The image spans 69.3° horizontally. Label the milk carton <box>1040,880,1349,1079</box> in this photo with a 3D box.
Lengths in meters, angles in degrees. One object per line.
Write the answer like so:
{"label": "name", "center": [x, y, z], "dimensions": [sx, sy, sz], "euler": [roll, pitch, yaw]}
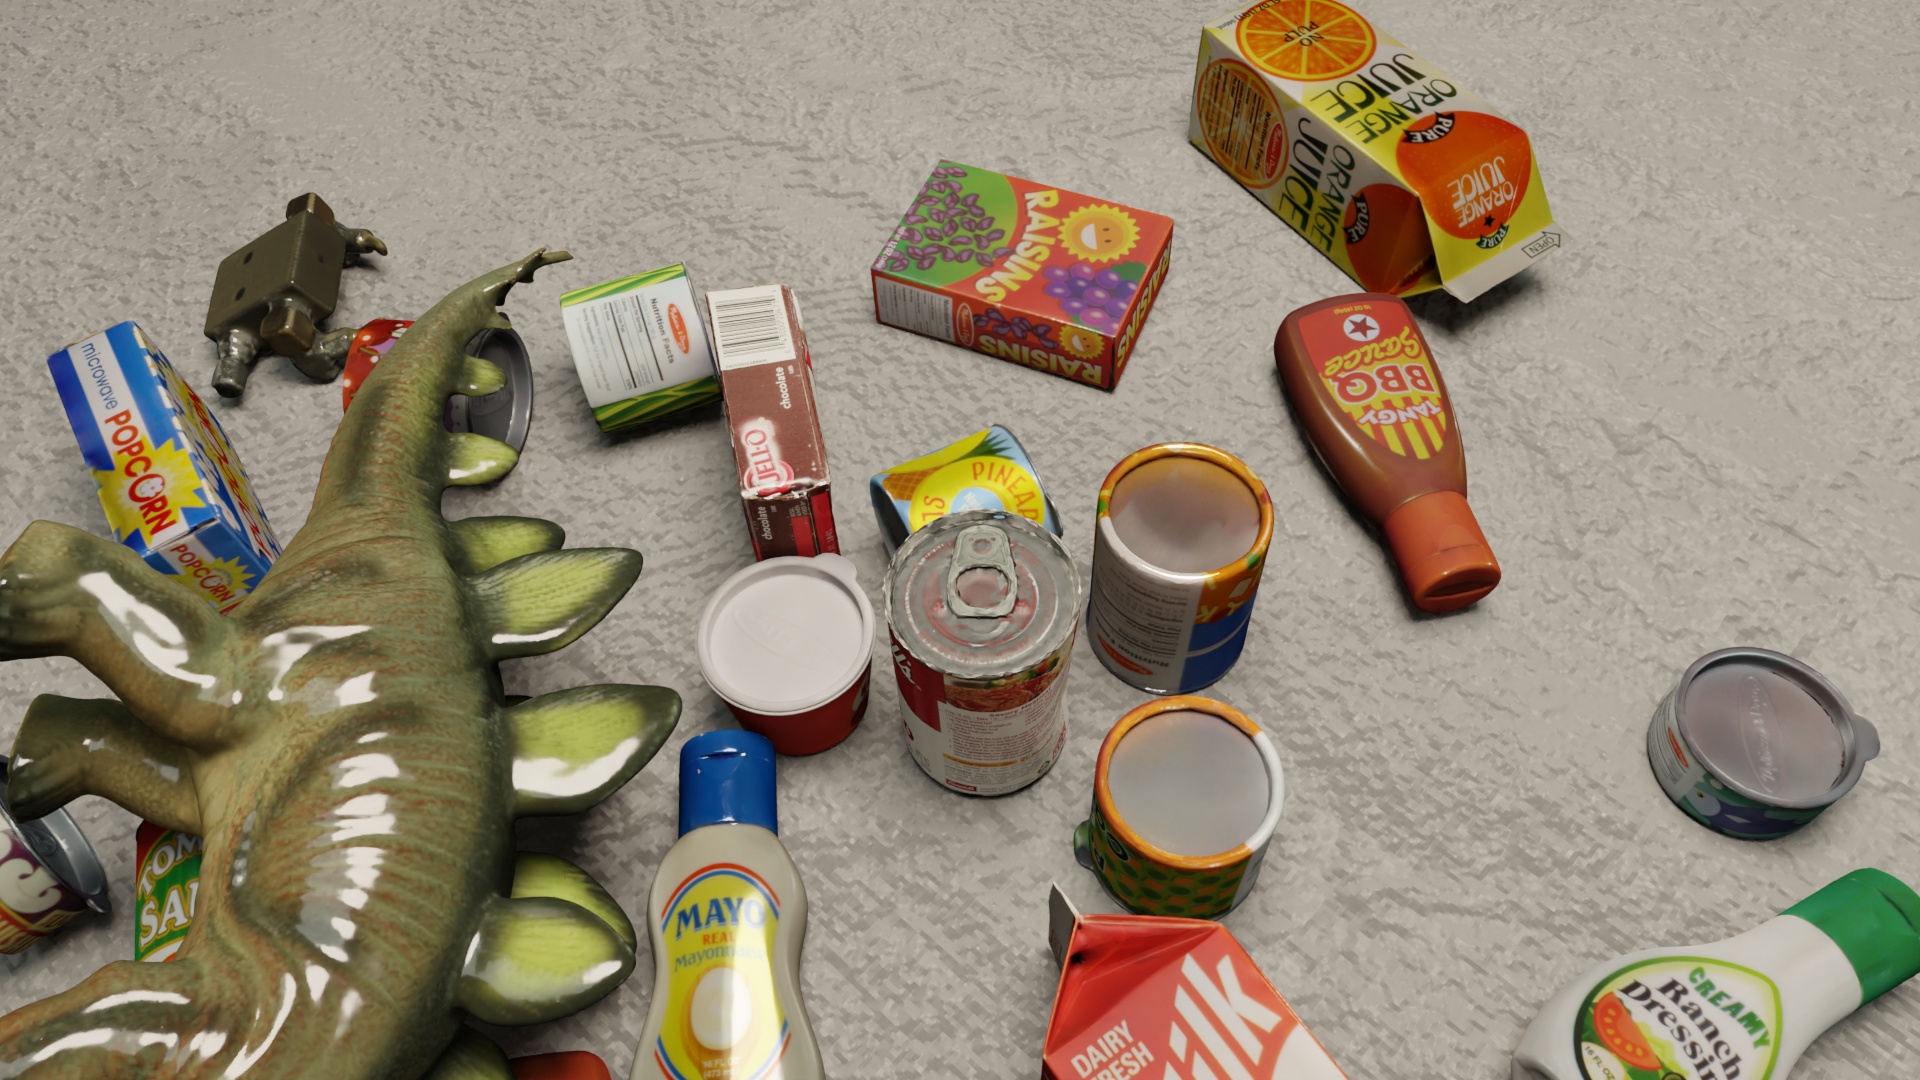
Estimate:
{"label": "milk carton", "center": [0.084, 0.192, 0.428], "dimensions": [0.074, 0.072, 0.191], "euler": [-30, 61, -18]}

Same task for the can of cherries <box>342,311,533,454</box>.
{"label": "can of cherries", "center": [-0.230, -0.067, 0.616], "dimensions": [0.058, 0.071, 0.072], "euler": [4, 56, 6]}

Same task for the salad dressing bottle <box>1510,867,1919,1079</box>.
{"label": "salad dressing bottle", "center": [0.257, 0.157, 0.463], "dimensions": [0.148, 0.043, 0.064], "euler": [-23, 57, -14]}

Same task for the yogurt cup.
{"label": "yogurt cup", "center": [-0.065, 0.048, 0.541], "dimensions": [0.072, 0.053, 0.073], "euler": [-1, 56, 1]}

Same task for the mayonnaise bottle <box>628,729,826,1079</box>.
{"label": "mayonnaise bottle", "center": [-0.082, 0.140, 0.486], "dimensions": [0.065, 0.041, 0.149], "euler": [-5, 56, -2]}

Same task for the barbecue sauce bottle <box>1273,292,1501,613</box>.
{"label": "barbecue sauce bottle", "center": [0.187, -0.040, 0.600], "dimensions": [0.065, 0.043, 0.149], "euler": [-9, 56, -5]}

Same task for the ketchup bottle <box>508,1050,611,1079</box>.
{"label": "ketchup bottle", "center": [-0.133, 0.237, 0.420], "dimensions": [0.065, 0.043, 0.149], "euler": [-9, 56, -8]}

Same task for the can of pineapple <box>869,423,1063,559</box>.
{"label": "can of pineapple", "center": [0.002, -0.007, 0.568], "dimensions": [0.058, 0.070, 0.071], "euler": [-24, 58, -12]}

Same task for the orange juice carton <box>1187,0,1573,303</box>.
{"label": "orange juice carton", "center": [0.203, -0.188, 0.683], "dimensions": [0.072, 0.072, 0.193], "euler": [-30, 60, -17]}

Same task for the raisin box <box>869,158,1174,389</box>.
{"label": "raisin box", "center": [0.031, -0.129, 0.669], "dimensions": [0.123, 0.040, 0.086], "euler": [18, 57, 15]}

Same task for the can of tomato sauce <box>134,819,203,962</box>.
{"label": "can of tomato sauce", "center": [-0.247, 0.135, 0.478], "dimensions": [0.071, 0.070, 0.083], "euler": [-15, 57, -8]}

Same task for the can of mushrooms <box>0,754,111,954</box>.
{"label": "can of mushrooms", "center": [-0.341, 0.114, 0.499], "dimensions": [0.033, 0.070, 0.071], "euler": [-36, 62, -20]}

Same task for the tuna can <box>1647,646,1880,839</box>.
{"label": "tuna can", "center": [0.300, 0.076, 0.523], "dimensions": [0.071, 0.032, 0.071], "euler": [-1, 56, 1]}

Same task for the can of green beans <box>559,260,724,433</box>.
{"label": "can of green beans", "center": [-0.143, -0.087, 0.629], "dimensions": [0.058, 0.071, 0.071], "euler": [-17, 57, -8]}

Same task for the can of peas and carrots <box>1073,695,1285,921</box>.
{"label": "can of peas and carrots", "center": [0.077, 0.097, 0.500], "dimensions": [0.071, 0.058, 0.071], "euler": [-1, 55, 1]}

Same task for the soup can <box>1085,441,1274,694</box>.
{"label": "soup can", "center": [0.086, 0.010, 0.545], "dimensions": [0.071, 0.083, 0.072], "euler": [-1, 55, 1]}

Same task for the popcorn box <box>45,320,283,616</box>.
{"label": "popcorn box", "center": [-0.323, -0.020, 0.577], "dimensions": [0.038, 0.084, 0.127], "euler": [-30, 60, -16]}
